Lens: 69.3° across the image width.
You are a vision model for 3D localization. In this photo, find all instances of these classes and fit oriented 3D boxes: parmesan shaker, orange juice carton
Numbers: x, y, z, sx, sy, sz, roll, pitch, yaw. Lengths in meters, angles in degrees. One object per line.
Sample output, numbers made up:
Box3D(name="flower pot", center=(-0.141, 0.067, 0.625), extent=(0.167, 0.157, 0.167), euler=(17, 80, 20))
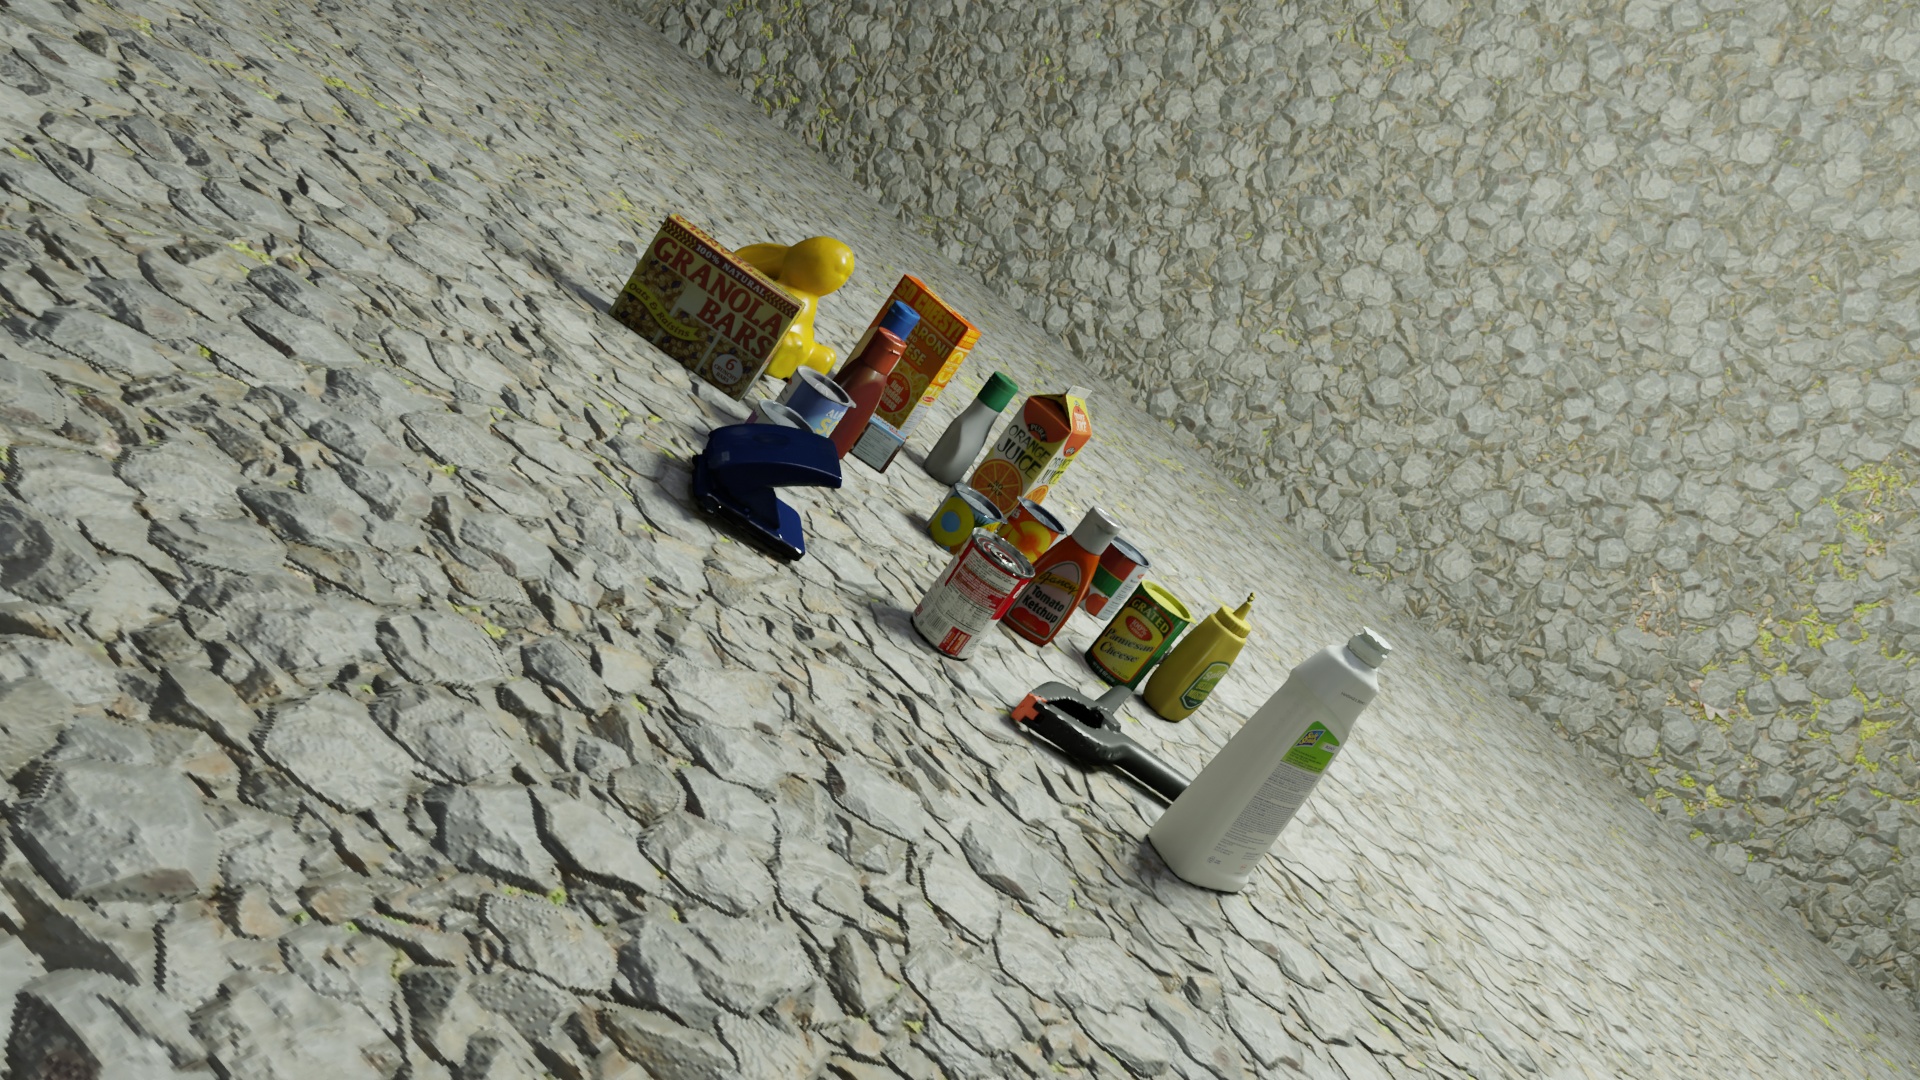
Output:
Box3D(name="parmesan shaker", center=(0.187, 0.103, 1.451), extent=(0.071, 0.103, 0.071), euler=(33, 16, -11))
Box3D(name="orange juice carton", center=(0.090, -0.108, 1.679), extent=(0.073, 0.192, 0.072), euler=(42, 17, 20))

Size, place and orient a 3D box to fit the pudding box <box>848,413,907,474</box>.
Box3D(name="pudding box", center=(-0.107, -0.120, 1.565), extent=(0.083, 0.049, 0.030), euler=(34, 16, -8))

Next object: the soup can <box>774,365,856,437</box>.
Box3D(name="soup can", center=(-0.158, -0.123, 1.411), extent=(0.071, 0.083, 0.071), euler=(33, 16, -11))

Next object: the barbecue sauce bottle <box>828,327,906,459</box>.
Box3D(name="barbecue sauce bottle", center=(-0.113, -0.157, 1.481), extent=(0.065, 0.148, 0.044), euler=(19, 23, -47))

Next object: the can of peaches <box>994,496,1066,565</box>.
Box3D(name="can of peaches", center=(0.079, -0.008, 1.620), extent=(0.071, 0.058, 0.071), euler=(33, 16, -11))

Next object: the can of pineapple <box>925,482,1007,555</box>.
Box3D(name="can of pineapple", center=(0.005, -0.019, 1.499), extent=(0.071, 0.057, 0.071), euler=(33, 16, -11))

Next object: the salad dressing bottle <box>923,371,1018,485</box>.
Box3D(name="salad dressing bottle", center=(0.014, -0.136, 1.683), extent=(0.044, 0.147, 0.064), euler=(27, 18, -29))

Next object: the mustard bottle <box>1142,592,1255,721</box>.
Box3D(name="mustard bottle", center=(0.258, 0.118, 1.450), extent=(0.065, 0.159, 0.049), euler=(18, 24, -49))

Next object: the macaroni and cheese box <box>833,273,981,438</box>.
Box3D(name="macaroni and cheese box", center=(-0.068, -0.232, 1.748), extent=(0.124, 0.166, 0.040), euler=(43, 17, 23))

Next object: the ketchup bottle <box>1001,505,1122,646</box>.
Box3D(name="ketchup bottle", center=(0.104, 0.032, 1.395), extent=(0.065, 0.148, 0.044), euler=(35, 16, -7))

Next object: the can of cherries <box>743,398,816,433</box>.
Box3D(name="can of cherries", center=(-0.179, -0.093, 1.330), extent=(0.071, 0.058, 0.072), euler=(33, 16, -11))

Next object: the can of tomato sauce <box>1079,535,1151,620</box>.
Box3D(name="can of tomato sauce", center=(0.171, 0.041, 1.626), extent=(0.071, 0.083, 0.071), euler=(33, 16, -11))

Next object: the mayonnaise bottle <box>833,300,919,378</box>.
Box3D(name="mayonnaise bottle", center=(-0.104, -0.218, 1.668), extent=(0.041, 0.147, 0.065), euler=(23, 21, -41))

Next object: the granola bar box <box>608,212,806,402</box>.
Box3D(name="granola bar box", center=(-0.265, -0.243, 1.455), extent=(0.165, 0.124, 0.039), euler=(34, 16, -7))
